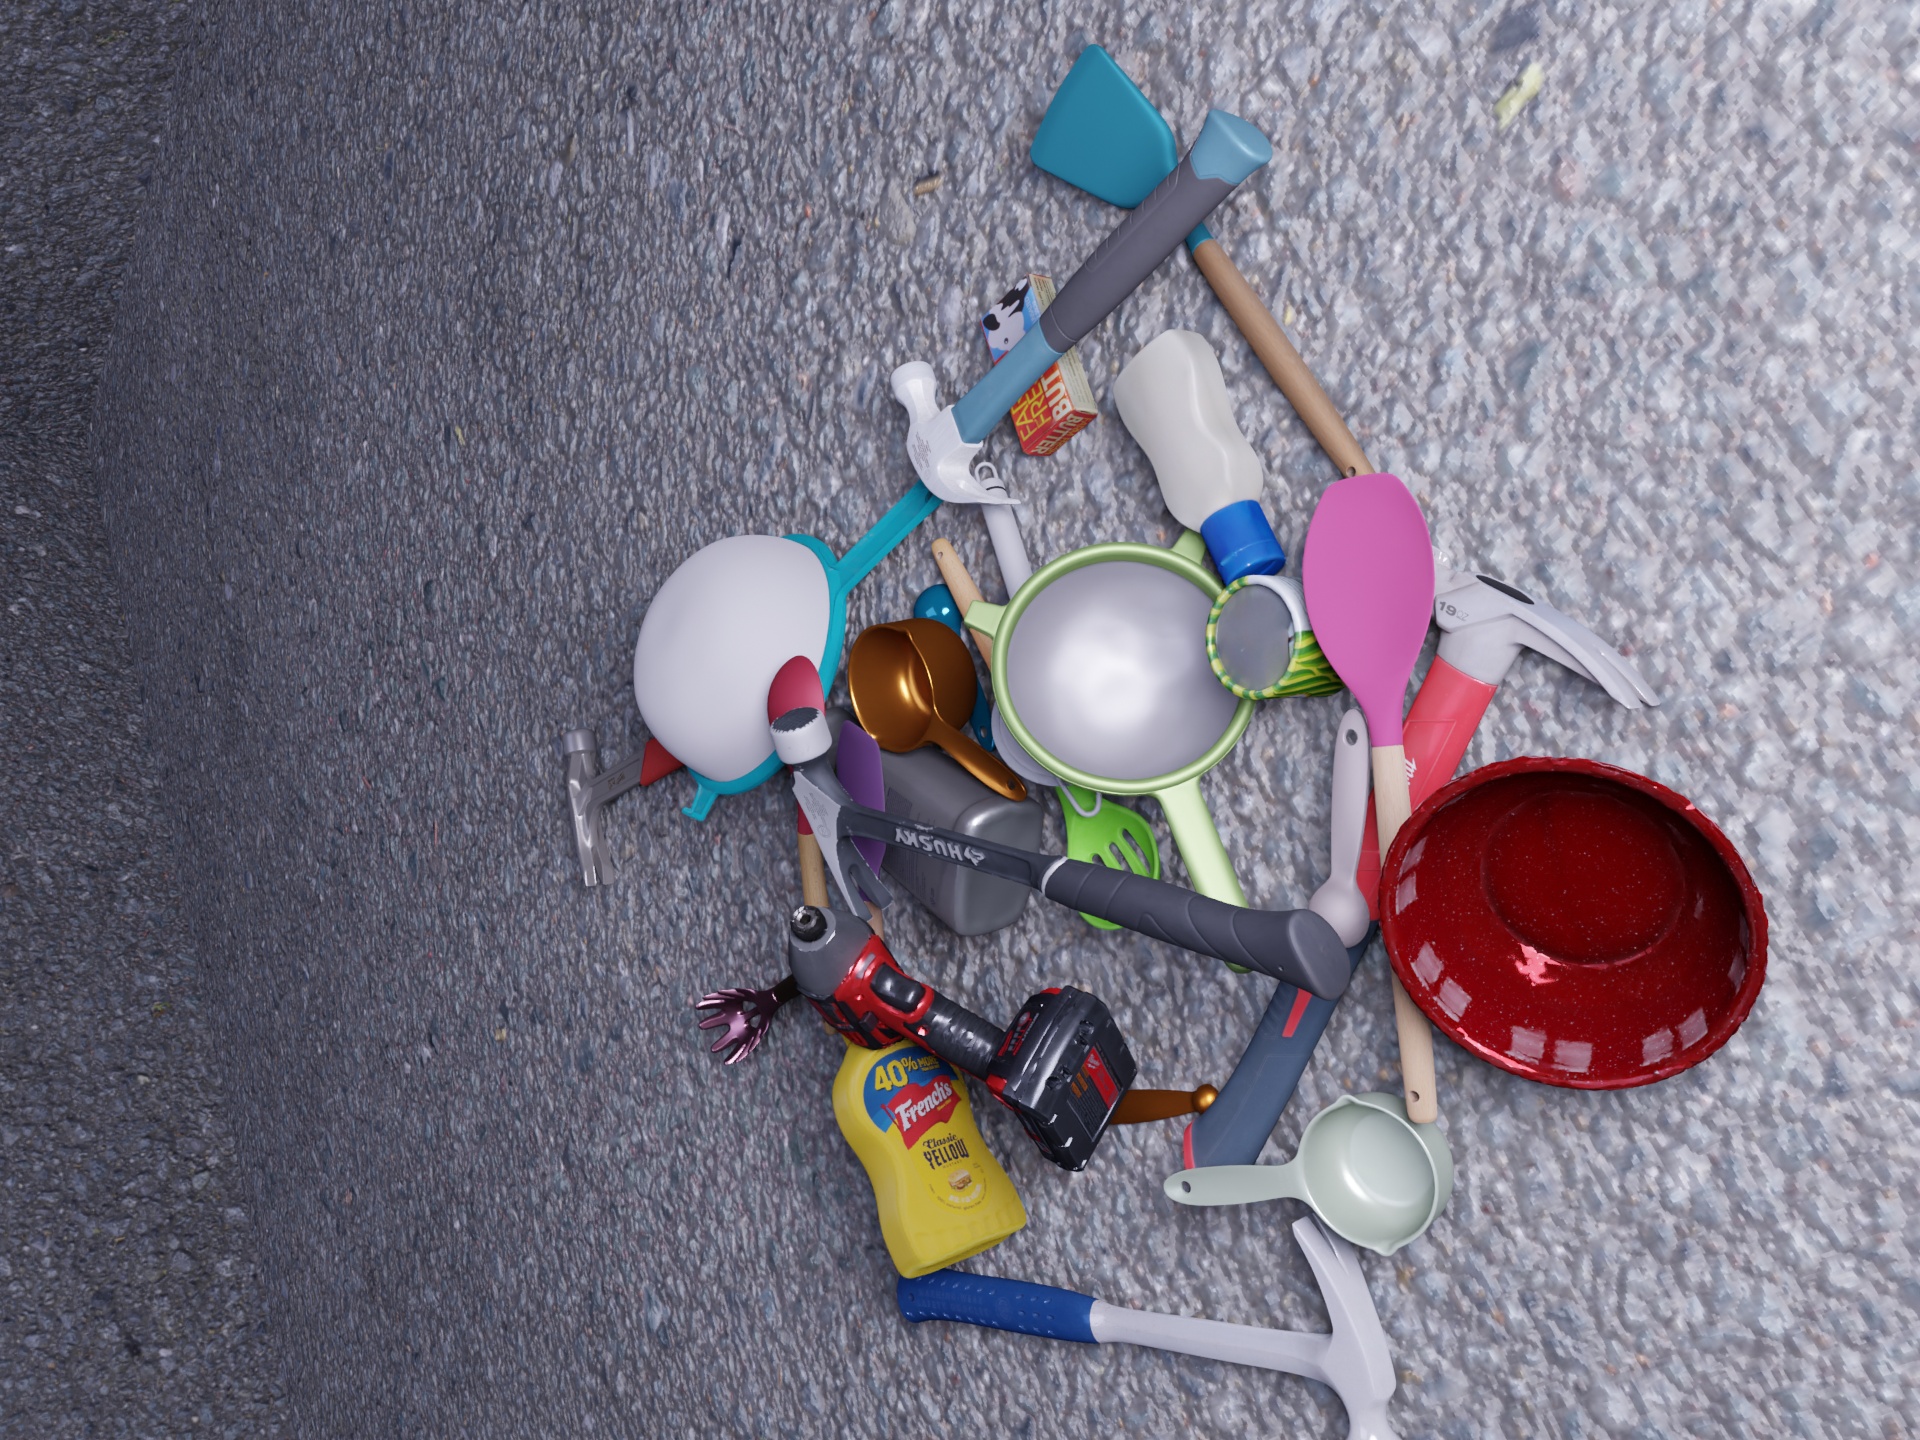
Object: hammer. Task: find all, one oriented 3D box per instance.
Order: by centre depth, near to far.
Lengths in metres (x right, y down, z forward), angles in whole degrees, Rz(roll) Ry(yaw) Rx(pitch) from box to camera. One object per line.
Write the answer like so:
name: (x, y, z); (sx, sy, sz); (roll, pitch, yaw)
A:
hammer: (0.213, 0.111, 0.830); (0.143, 0.038, 0.386); (40, 122, 39)
hammer: (0.041, 0.090, 0.903); (0.409, 0.036, 0.149); (12, 128, 46)
hammer: (0.063, -0.238, 0.940); (0.331, 0.033, 0.128); (-38, 64, 49)
hammer: (0.094, 0.368, 0.989); (0.405, 0.035, 0.144); (-15, 81, 49)
hammer: (-0.252, 0.036, 1.378); (0.359, 0.036, 0.149); (-25, 73, 48)

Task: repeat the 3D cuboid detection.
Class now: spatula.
spatula: (0.140, -0.245, 0.890); (0.082, 0.044, 0.318); (-53, 55, 43)
spatula: (-0.064, 0.143, 1.111); (0.060, 0.018, 0.315); (32, 132, 47)

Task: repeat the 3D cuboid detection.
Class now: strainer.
strainer: (0.111, 0.025, 0.904); (0.069, 0.151, 0.256); (89, 161, -74)
strainer: (0.044, -0.062, 1.005); (0.050, 0.087, 0.259); (66, -173, -63)
strainer: (-0.144, -0.090, 1.165); (0.340, 0.095, 0.211); (-40, 45, 34)

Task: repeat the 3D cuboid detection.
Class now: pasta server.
pasta server: (-0.133, 0.205, 1.204); (0.060, 0.040, 0.316); (62, 148, 7)

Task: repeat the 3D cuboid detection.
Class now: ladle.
ladle: (-0.108, 0.101, 1.156); (0.069, 0.031, 0.315); (34, 136, 50)

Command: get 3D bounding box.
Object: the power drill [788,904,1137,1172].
power drill: (-0.011, 0.184, 0.987); (0.220, 0.143, 0.078); (20, 64, 31)

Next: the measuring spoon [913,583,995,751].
measuring spoon: (-0.005, -0.036, 1.091); (0.042, 0.021, 0.129); (-40, 63, 43)

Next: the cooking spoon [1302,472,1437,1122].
cooking spoon: (0.212, 0.038, 0.782); (0.069, 0.017, 0.319); (-6, 89, 38)

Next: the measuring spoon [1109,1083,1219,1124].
measuring spoon: (0.114, 0.237, 0.975); (0.117, 0.011, 0.021); (-21, 76, 48)

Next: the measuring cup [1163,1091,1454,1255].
measuring cup: (0.185, 0.242, 0.854); (0.167, 0.038, 0.083); (-19, 82, 40)

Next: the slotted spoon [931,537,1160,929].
slotted spoon: (0.048, -0.001, 1.027); (0.070, 0.031, 0.314); (-43, 58, 26)

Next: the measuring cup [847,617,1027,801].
measuring cup: (-0.002, -0.003, 1.052); (0.174, 0.052, 0.095); (39, 128, 31)

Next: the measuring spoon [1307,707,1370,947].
measuring spoon: (0.192, 0.056, 0.806); (0.034, 0.018, 0.124); (10, 100, 47)
